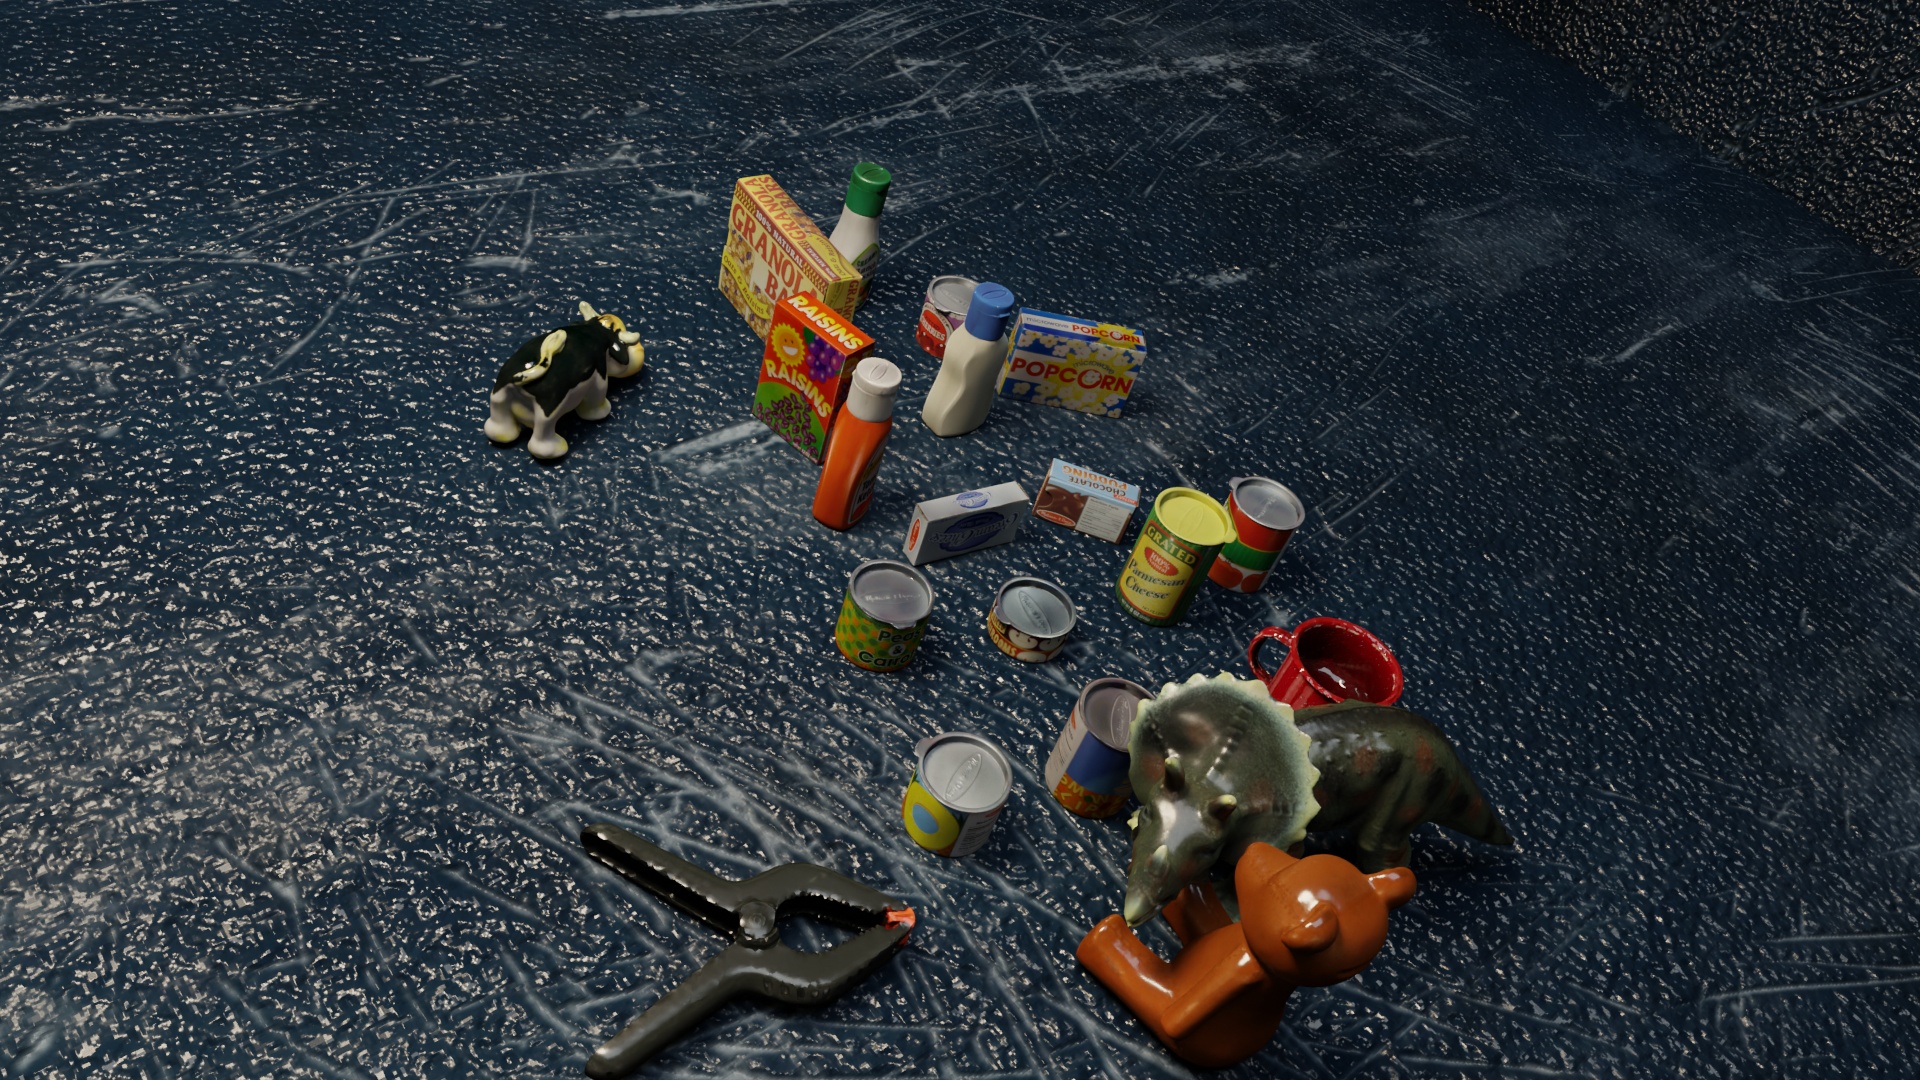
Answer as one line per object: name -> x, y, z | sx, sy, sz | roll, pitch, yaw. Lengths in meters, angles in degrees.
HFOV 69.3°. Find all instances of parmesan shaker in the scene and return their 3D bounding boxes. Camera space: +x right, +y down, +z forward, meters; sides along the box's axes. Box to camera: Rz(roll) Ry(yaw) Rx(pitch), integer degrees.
parmesan shaker -> 0.178, 0.017, 1.154 | 0.071, 0.102, 0.072 | 11, 43, -10

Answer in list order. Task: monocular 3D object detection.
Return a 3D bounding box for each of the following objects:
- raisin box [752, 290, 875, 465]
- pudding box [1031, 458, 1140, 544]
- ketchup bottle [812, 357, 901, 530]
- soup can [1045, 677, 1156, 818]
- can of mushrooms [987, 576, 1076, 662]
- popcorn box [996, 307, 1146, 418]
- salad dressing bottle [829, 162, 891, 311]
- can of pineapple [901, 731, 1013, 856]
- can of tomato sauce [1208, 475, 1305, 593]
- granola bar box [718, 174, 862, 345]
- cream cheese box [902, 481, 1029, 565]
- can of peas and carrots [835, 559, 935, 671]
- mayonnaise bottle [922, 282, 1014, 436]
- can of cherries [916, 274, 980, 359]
raisin box -> -0.126, -0.139, 1.187 | 0.086, 0.122, 0.040 | 39, 45, 20
pudding box -> 0.111, -0.034, 1.222 | 0.084, 0.049, 0.030 | 18, 42, -2
ketchup bottle -> -0.082, -0.080, 1.123 | 0.043, 0.148, 0.065 | 26, 42, 6
soup can -> 0.106, 0.151, 1.000 | 0.071, 0.083, 0.072 | 11, 43, -10
can of mushrooms -> 0.054, 0.063, 1.110 | 0.071, 0.033, 0.071 | 11, 43, -10
popcorn box -> 0.106, -0.171, 1.337 | 0.127, 0.084, 0.038 | 9, 43, -12
salad dressing bottle -> -0.101, -0.291, 1.339 | 0.044, 0.146, 0.064 | 38, 45, 19
can of pineapple -> -0.004, 0.173, 0.954 | 0.071, 0.057, 0.071 | 11, 43, -10
can of tomato sauce -> 0.253, -0.005, 1.221 | 0.071, 0.082, 0.071 | 11, 43, -10
granola bar box -> -0.161, -0.238, 1.278 | 0.039, 0.123, 0.166 | -18, 54, -34
cream cheese box -> 0.004, -0.015, 1.158 | 0.104, 0.053, 0.024 | -14, 52, -32
can of peas and carrots -> -0.057, 0.059, 1.053 | 0.071, 0.058, 0.071 | 11, 43, -10
mayonnaise bottle -> 0.011, -0.161, 1.245 | 0.065, 0.147, 0.041 | -20, 55, -36
can of cherries -> -0.008, -0.217, 1.363 | 0.071, 0.058, 0.072 | 11, 43, -10
